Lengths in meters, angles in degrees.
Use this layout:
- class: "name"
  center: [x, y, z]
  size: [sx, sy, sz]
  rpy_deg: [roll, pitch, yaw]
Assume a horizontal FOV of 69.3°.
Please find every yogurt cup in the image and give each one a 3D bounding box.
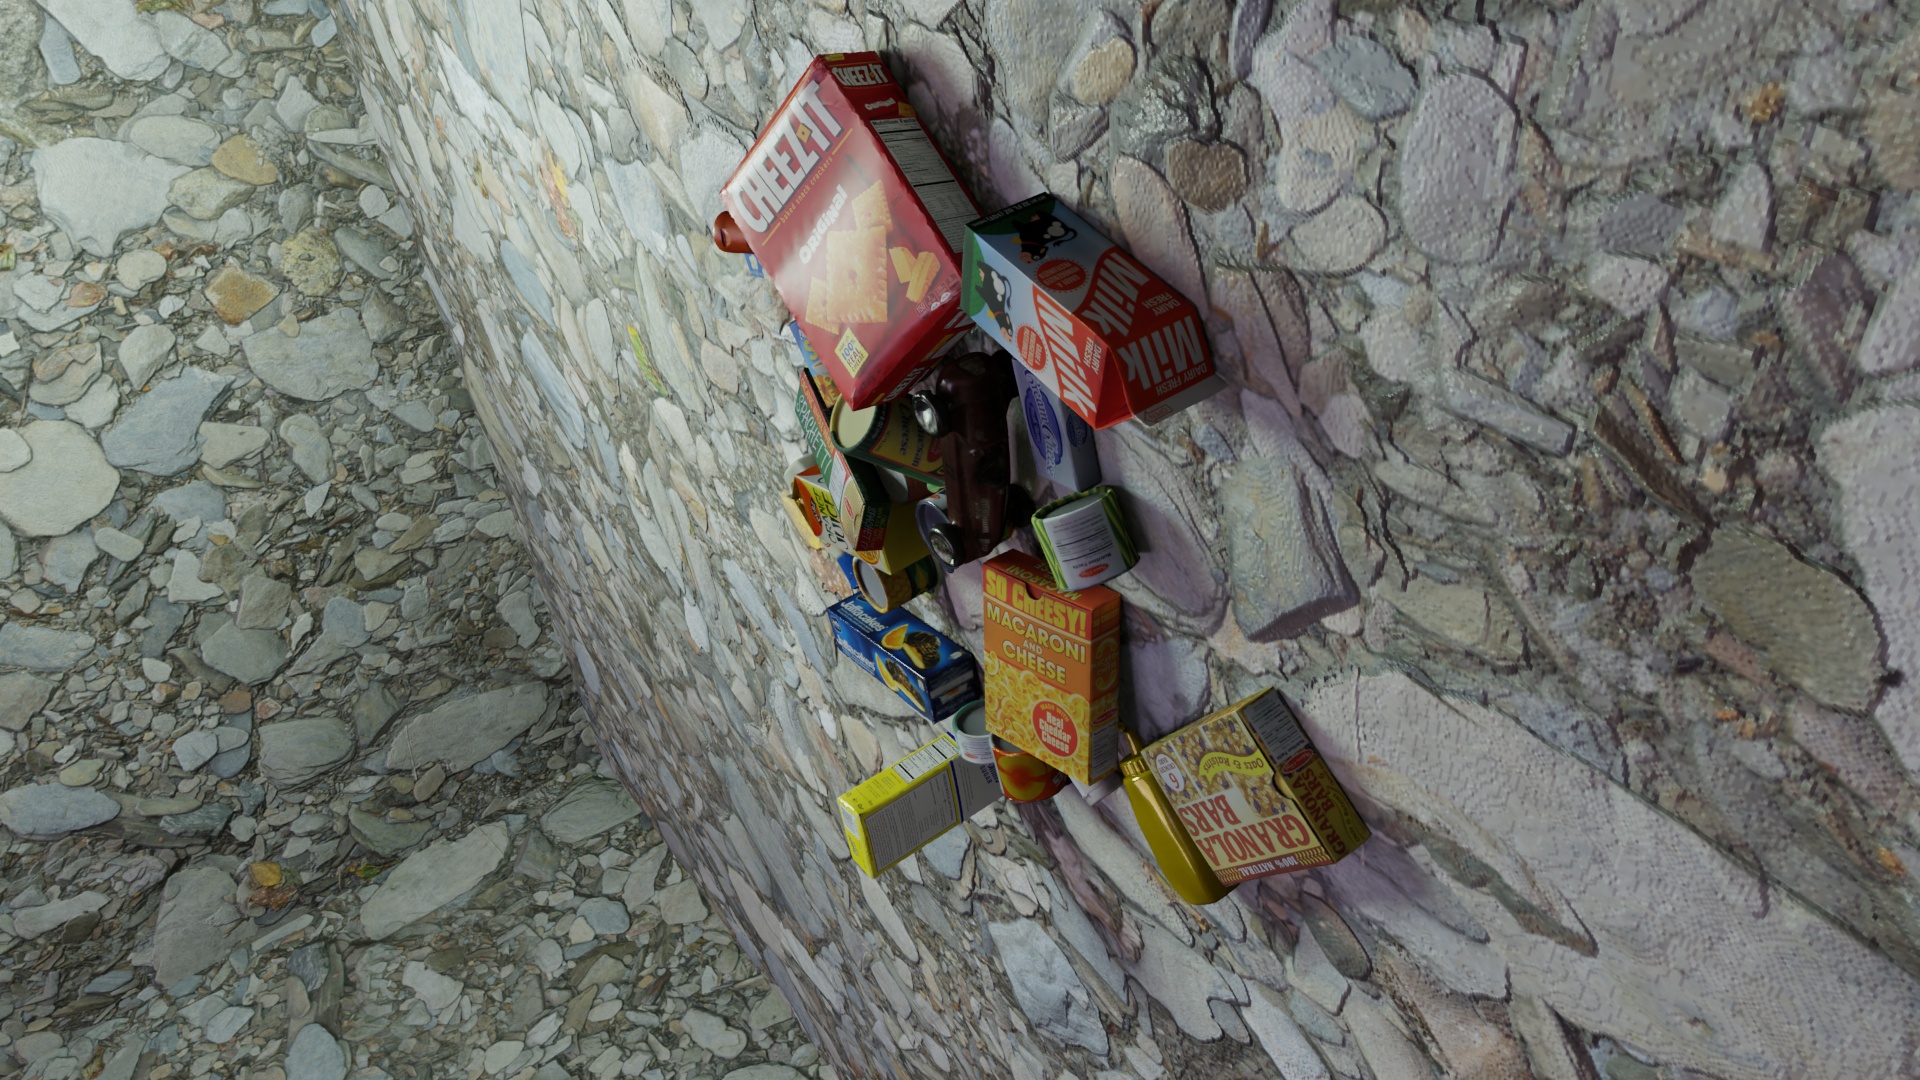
- class: "yogurt cup"
  center: [-0.040, -0.068, 1.235]
  size: [0.072, 0.054, 0.072]
  rpy_deg: [43, 150, 34]

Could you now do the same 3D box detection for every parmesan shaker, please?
- class: "parmesan shaker"
  center: [-0.049, -0.086, 1.148]
  size: [0.071, 0.103, 0.071]
  rpy_deg: [-23, 59, 44]

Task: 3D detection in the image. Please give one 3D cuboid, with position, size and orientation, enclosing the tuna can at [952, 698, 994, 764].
- class: "tuna can"
  center: [0.027, 0.183, 1.353]
  size: [0.071, 0.071, 0.032]
  rpy_deg: [29, 138, 50]

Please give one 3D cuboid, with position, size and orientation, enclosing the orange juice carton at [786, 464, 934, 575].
- class: "orange juice carton"
  center: [-0.098, -0.036, 1.358]
  size: [0.193, 0.072, 0.072]
  rpy_deg: [24, 136, 53]

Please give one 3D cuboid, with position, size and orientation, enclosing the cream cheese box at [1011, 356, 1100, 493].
- class: "cream cheese box"
  center: [0.071, -0.090, 1.033]
  size: [0.053, 0.024, 0.103]
  rpy_deg: [26, 137, 51]

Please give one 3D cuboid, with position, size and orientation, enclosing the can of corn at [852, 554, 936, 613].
- class: "can of corn"
  center: [-0.065, 0.034, 1.381]
  size: [0.071, 0.058, 0.070]
  rpy_deg: [44, 150, 34]

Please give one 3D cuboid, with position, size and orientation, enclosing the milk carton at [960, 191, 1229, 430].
- class: "milk carton"
  center: [0.084, -0.140, 0.899]
  size: [0.191, 0.072, 0.073]
  rpy_deg: [46, 150, 31]

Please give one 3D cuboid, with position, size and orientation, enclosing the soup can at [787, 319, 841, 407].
- class: "soup can"
  center: [-0.107, -0.169, 1.242]
  size: [0.071, 0.071, 0.083]
  rpy_deg: [-11, 106, 64]

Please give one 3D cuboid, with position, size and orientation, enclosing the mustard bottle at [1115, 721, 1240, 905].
- class: "mustard bottle"
  center: [0.170, 0.216, 1.128]
  size: [0.160, 0.049, 0.065]
  rpy_deg: [63, 156, 0]

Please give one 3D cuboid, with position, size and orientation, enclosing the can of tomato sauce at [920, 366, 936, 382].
- class: "can of tomato sauce"
  center: [-0.064, -0.161, 1.172]
  size: [0.083, 0.071, 0.071]
  rpy_deg: [-2, 114, 63]

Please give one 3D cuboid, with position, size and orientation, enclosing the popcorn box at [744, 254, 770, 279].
- class: "popcorn box"
  center: [-0.164, -0.283, 1.271]
  size: [0.127, 0.038, 0.085]
  rpy_deg: [22, 134, 54]

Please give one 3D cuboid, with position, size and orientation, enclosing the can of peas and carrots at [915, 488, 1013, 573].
- class: "can of peas and carrots"
  center: [0.004, -0.015, 1.198]
  size: [0.071, 0.059, 0.070]
  rpy_deg: [44, 151, 33]

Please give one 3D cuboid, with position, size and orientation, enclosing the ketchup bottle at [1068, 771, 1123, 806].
- class: "ketchup bottle"
  center: [0.088, 0.166, 1.240]
  size: [0.149, 0.044, 0.064]
  rpy_deg: [55, 151, 13]

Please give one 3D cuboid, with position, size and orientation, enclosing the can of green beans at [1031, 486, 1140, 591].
- class: "can of green beans"
  center: [0.093, -0.002, 1.032]
  size: [0.071, 0.071, 0.057]
  rpy_deg: [1, 115, 62]

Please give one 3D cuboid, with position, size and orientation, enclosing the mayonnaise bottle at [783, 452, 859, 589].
- class: "mayonnaise bottle"
  center: [-0.135, -0.020, 1.481]
  size: [0.148, 0.041, 0.064]
  rpy_deg: [60, 153, 5]

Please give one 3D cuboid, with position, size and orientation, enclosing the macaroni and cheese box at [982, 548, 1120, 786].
- class: "macaroni and cheese box"
  center: [0.074, 0.104, 1.154]
  size: [0.124, 0.040, 0.165]
  rpy_deg: [23, 125, 41]

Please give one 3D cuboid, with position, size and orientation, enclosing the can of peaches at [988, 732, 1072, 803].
- class: "can of peaches"
  center: [0.066, 0.202, 1.297]
  size: [0.071, 0.071, 0.057]
  rpy_deg: [24, 135, 53]

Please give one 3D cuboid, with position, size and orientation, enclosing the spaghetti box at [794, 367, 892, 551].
- class: "spaghetti box"
  center: [-0.112, -0.081, 1.283]
  size: [0.251, 0.029, 0.050]
  rpy_deg: [-118, 36, -50]

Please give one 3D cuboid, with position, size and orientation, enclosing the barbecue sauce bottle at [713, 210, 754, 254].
- class: "barbecue sauce bottle"
  center: [-0.142, -0.259, 1.180]
  size: [0.148, 0.044, 0.064]
  rpy_deg: [10, 124, 29]

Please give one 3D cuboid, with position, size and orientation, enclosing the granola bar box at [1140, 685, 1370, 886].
- class: "granola bar box"
  center: [0.212, 0.186, 1.028]
  size: [0.124, 0.039, 0.165]
  rpy_deg: [58, 155, 8]
